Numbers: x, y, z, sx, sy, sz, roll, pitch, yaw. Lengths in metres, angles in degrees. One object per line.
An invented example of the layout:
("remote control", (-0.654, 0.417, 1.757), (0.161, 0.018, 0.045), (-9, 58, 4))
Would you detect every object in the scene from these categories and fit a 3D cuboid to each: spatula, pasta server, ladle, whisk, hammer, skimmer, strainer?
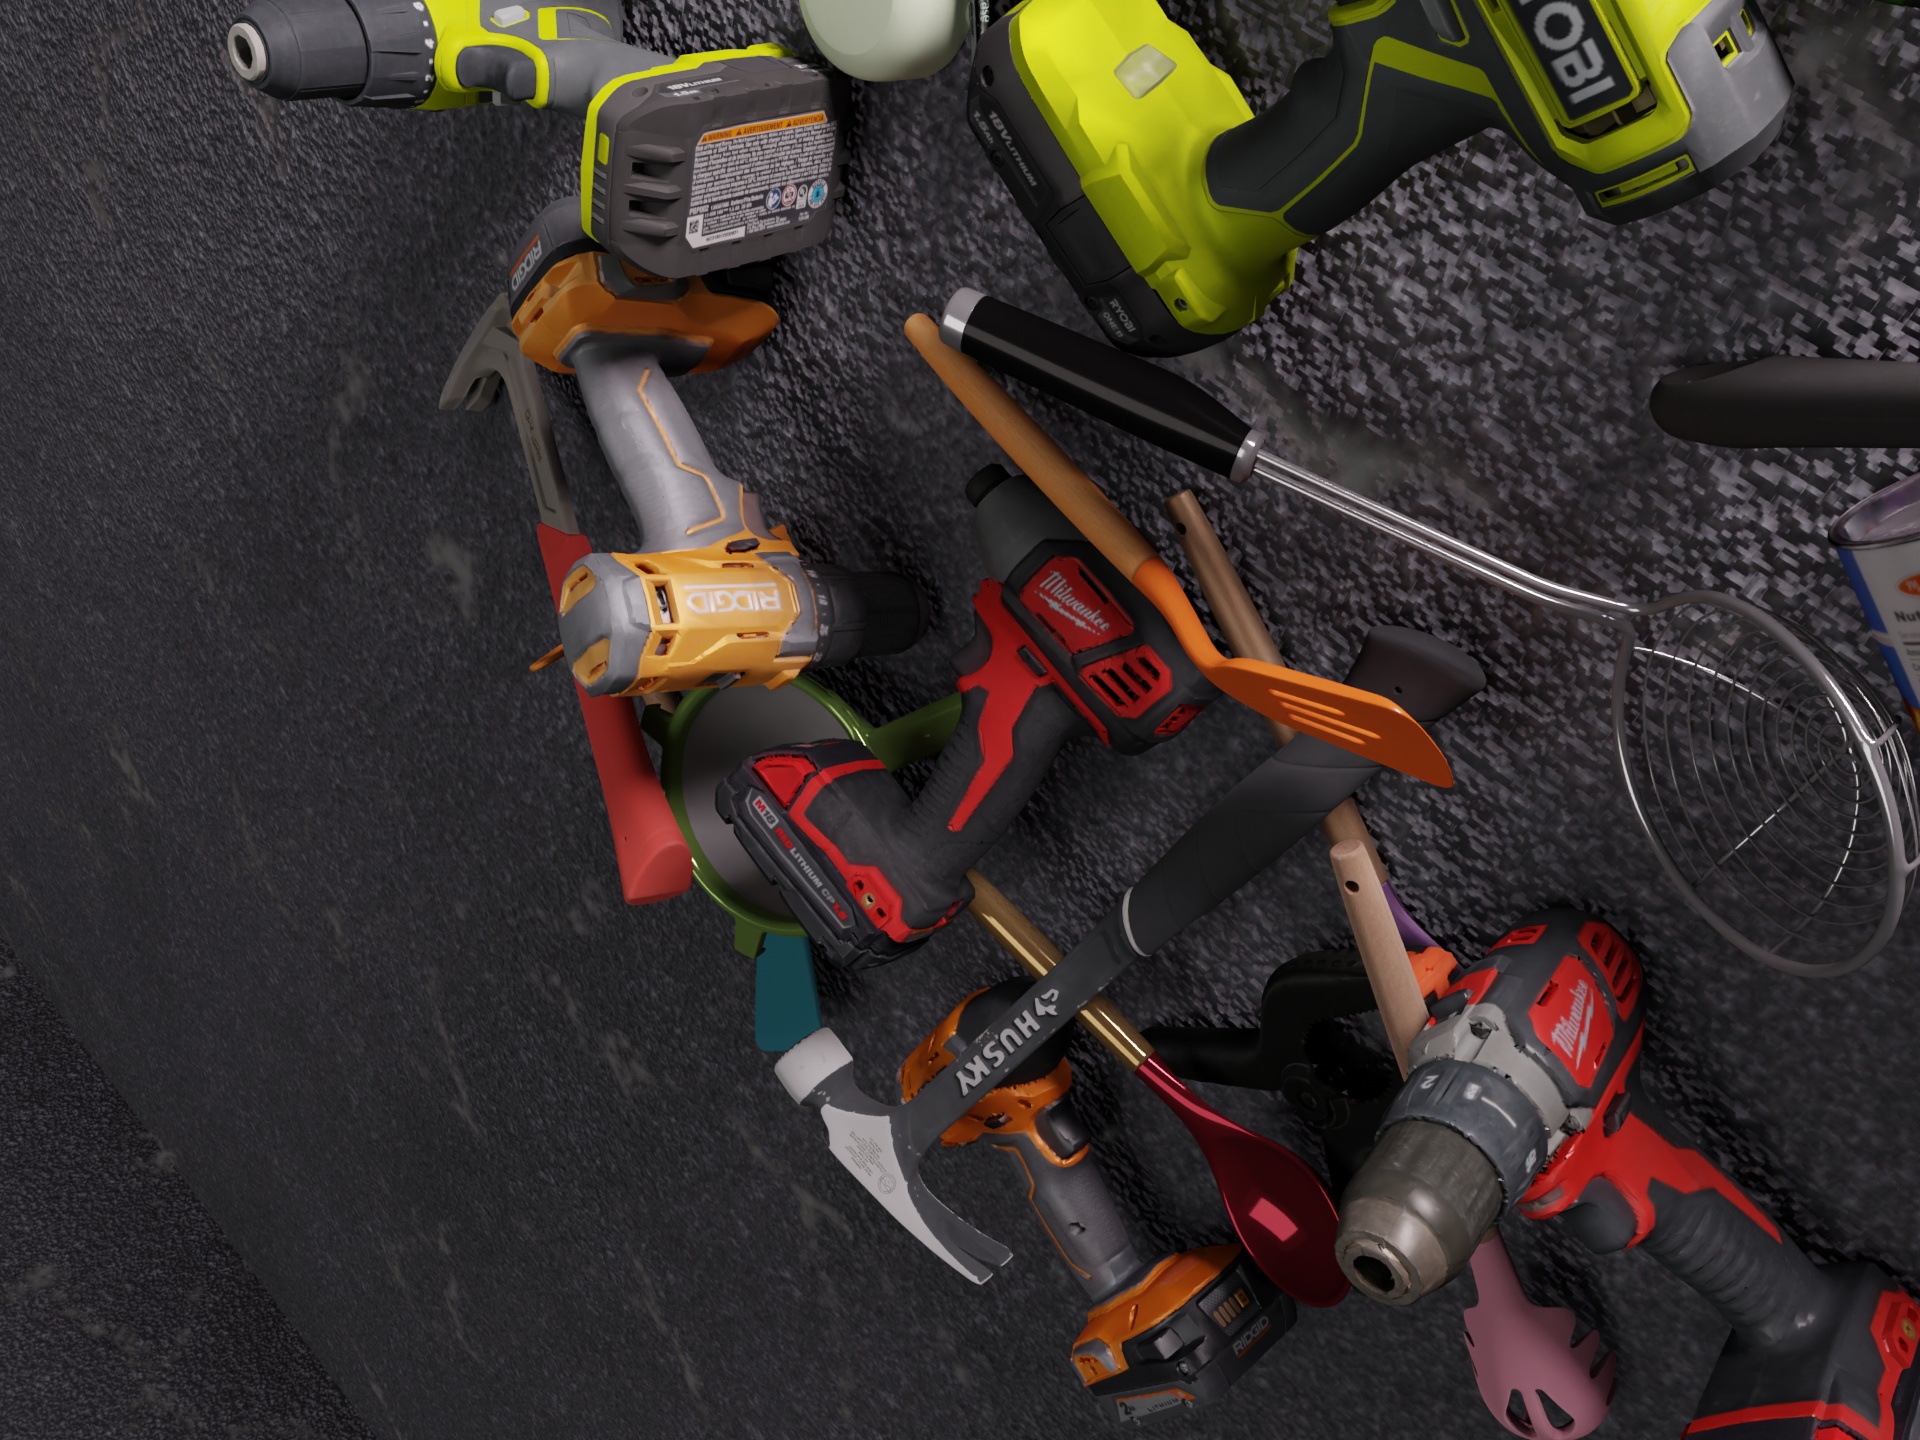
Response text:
("spatula", (-0.161, 0.050, 0.975), (0.082, 0.044, 0.317), (-25, 93, 53))
("pasta server", (0.203, 0.180, 0.643), (0.060, 0.040, 0.316), (-13, 112, 28))
("ladle", (0.067, 0.143, 0.748), (0.315, 0.031, 0.069), (44, 135, 16))
("spatula", (0.163, 0.046, 0.665), (0.060, 0.018, 0.316), (-23, 97, 52))
("whisk", (0.271, -0.073, 0.378), (0.296, 0.073, 0.073), (-143, 36, -69))
("hammer", (-0.218, -0.069, 0.889), (0.149, 0.036, 0.359), (-35, 68, 47))
("spatula", (0.068, -0.080, 0.634), (0.041, 0.081, 0.323), (-42, 56, 7))
("hammer", (0.069, 0.104, 0.700), (0.149, 0.036, 0.408), (51, 123, 13))
("skimmer", (0.139, -0.042, 0.534), (0.363, 0.090, 0.127), (28, 158, 11))
("strainer", (-0.045, 0.018, 0.838), (0.256, 0.069, 0.151), (-24, 89, 32))

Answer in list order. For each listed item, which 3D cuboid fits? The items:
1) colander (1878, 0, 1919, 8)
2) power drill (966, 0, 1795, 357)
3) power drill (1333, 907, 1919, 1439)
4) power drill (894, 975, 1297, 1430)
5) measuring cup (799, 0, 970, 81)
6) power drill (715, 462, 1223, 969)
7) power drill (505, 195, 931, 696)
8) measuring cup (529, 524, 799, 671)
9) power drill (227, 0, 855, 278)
("colander", (0.350, -0.117, 0.292), (0.397, 0.094, 0.204), (27, 121, 26))
("power drill", (0.109, -0.210, 0.486), (0.171, 0.080, 0.223), (53, 149, -18))
("power drill", (0.236, 0.195, 0.554), (0.227, 0.188, 0.080), (51, 138, 4))
("power drill", (0.066, 0.238, 0.820), (0.227, 0.084, 0.164), (53, 145, 14))
("measuring cup", (-0.027, -0.334, 0.620), (0.083, 0.038, 0.167), (36, 136, 26))
("power drill", (-0.001, -0.002, 0.713), (0.219, 0.078, 0.143), (-44, 75, 22))
("power drill", (-0.112, -0.123, 0.758), (0.084, 0.185, 0.226), (-28, 72, 49))
("measuring cup", (-0.144, -0.043, 0.806), (0.095, 0.174, 0.052), (-16, 106, 41))
("power drill", (-0.180, -0.276, 0.700), (0.229, 0.190, 0.080), (32, 129, 23))
